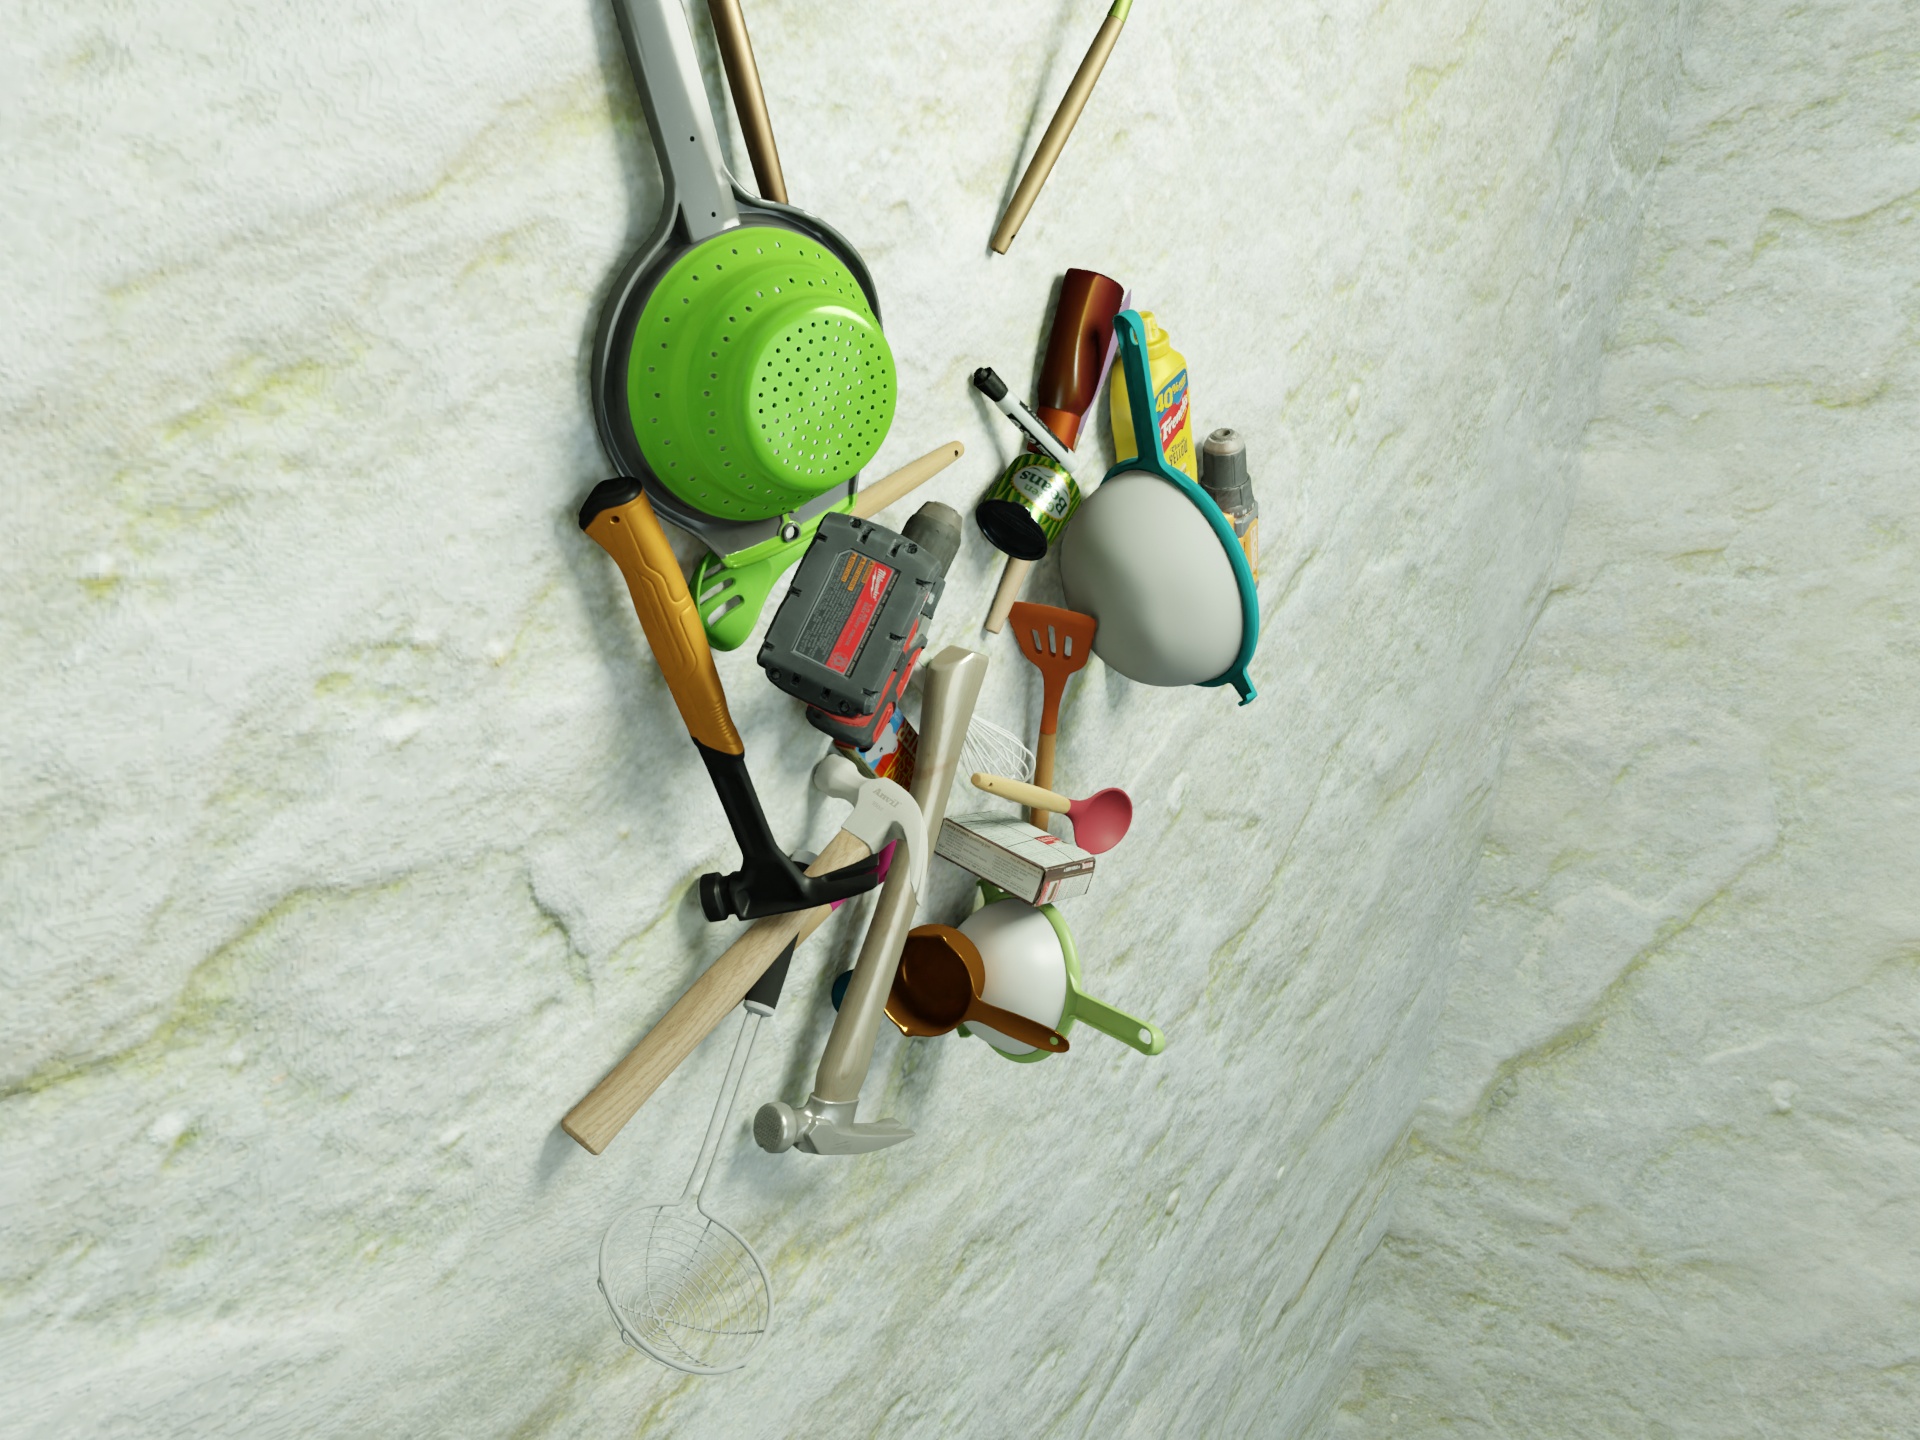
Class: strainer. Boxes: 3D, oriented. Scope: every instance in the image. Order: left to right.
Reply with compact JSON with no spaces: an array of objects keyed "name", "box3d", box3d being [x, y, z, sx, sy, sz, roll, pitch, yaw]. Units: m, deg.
[{"name":"strainer","box3d":[0.062,0.231,1.332,0.069,0.256,0.151,4,98,-37]},{"name":"strainer","box3d":[0.136,-0.162,1.316,0.095,0.211,0.340,-28,123,-23]}]

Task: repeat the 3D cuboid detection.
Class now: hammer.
[{"name":"hammer","box3d":[-0.154,-0.006,1.010,0.034,0.127,0.336,-90,167,-54]},{"name":"hammer","box3d":[-0.146,0.167,1.108,0.331,0.130,0.031,-47,147,-22]},{"name":"hammer","box3d":[-0.043,0.144,1.247,0.146,0.038,0.410,13,96,-43]}]

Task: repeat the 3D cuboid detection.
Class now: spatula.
[{"name":"spatula","box3d":[-0.126,-0.335,0.957,0.082,0.044,0.317,-42,133,-38]},{"name":"spatula","box3d":[0.073,0.034,1.424,0.041,0.081,0.322,-54,152,-55]},{"name":"spatula","box3d":[0.085,-0.219,1.339,0.059,0.018,0.316,59,53,-81]}]

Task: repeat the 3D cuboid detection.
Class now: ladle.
[{"name":"ladle","box3d":[0.080,0.073,1.390,0.069,0.031,0.315,-62,153,3]},{"name":"ladle","box3d":[0.111,-0.486,1.168,0.320,0.062,0.078,-62,158,7]}]

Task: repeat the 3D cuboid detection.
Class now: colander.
[{"name":"colander","box3d":[-0.121,-0.266,0.896,0.204,0.095,0.396,-31,126,-26]}]

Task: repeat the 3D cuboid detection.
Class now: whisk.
[{"name":"whisk","box3d":[-0.002,-0.004,1.292,0.246,0.058,0.059,50,29,-49]}]

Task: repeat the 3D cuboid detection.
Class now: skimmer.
[{"name":"skimmer","box3d":[-0.146,0.254,1.094,0.127,0.090,0.363,26,65,-22]}]

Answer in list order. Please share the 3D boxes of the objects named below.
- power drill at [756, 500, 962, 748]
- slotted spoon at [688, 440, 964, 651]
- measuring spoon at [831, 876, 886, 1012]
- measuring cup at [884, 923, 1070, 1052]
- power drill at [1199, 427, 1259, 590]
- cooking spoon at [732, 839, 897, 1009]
[{"name":"power drill","box3d":[-0.054,-0.077,1.074,0.226,0.080,0.188,58,57,-85]},{"name":"slotted spoon","box3d":[-0.088,-0.135,1.110,0.314,0.031,0.070,-40,128,-44]},{"name":"measuring spoon","box3d":[-0.078,0.176,1.283,0.042,0.021,0.128,19,88,-62]},{"name":"measuring cup","box3d":[0.015,0.228,1.313,0.052,0.174,0.095,-29,138,-71]},{"name":"power drill","box3d":[0.226,-0.160,1.536,0.226,0.084,0.185,-47,140,-42]},{"name":"cooking spoon","box3d":[-0.119,0.157,1.213,0.319,0.017,0.068,-42,137,-40]}]
